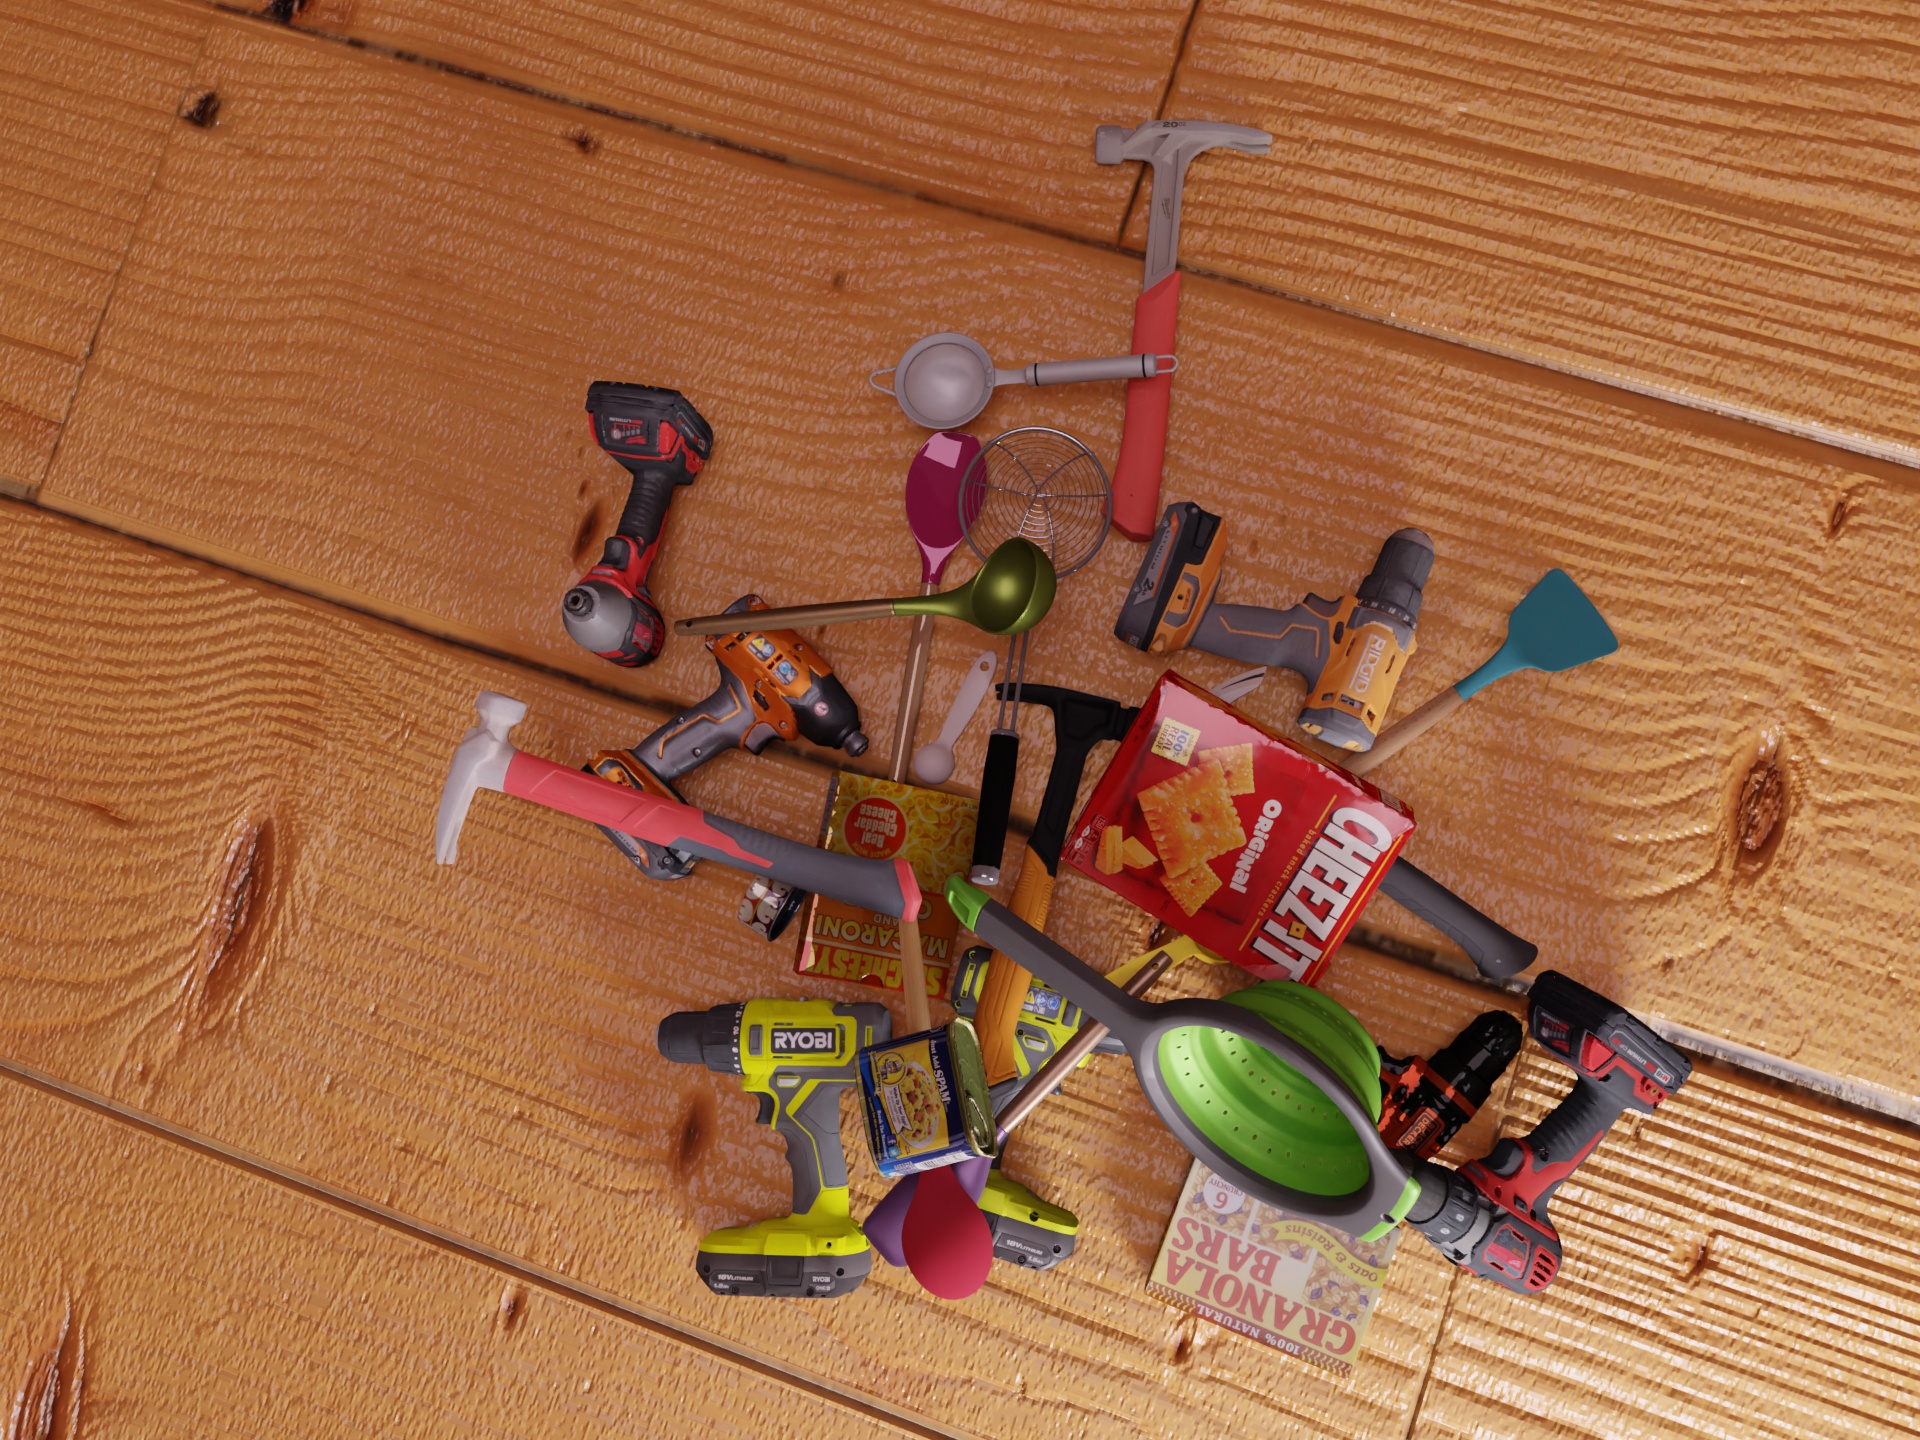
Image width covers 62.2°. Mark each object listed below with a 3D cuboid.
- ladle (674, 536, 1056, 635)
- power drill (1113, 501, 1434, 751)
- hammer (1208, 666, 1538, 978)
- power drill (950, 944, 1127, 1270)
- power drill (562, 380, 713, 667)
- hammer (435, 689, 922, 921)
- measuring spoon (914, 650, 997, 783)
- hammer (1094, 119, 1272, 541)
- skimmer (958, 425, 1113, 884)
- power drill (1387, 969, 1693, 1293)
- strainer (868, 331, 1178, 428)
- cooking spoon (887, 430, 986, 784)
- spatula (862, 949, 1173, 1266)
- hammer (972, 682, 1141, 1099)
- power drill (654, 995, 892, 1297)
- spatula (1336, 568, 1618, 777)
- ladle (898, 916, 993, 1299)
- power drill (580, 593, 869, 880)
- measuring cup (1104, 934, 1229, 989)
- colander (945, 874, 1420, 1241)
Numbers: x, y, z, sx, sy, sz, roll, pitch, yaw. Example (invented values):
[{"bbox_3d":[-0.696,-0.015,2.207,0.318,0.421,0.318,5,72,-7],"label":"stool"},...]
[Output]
[{"bbox_3d":[-0.080,-0.092,1.253,0.320,0.062,0.078,-4,67,14],"label":"ladle"},{"bbox_3d":[0.259,-0.100,1.279,0.226,0.084,0.185,24,83,6],"label":"power drill"},{"bbox_3d":[0.307,0.093,1.247,0.335,0.035,0.146,35,122,2],"label":"hammer"},{"bbox_3d":[0.057,0.308,1.261,0.171,0.080,0.223,15,83,9],"label":"power drill"},{"bbox_3d":[-0.277,-0.161,1.319,0.078,0.143,0.220,9,83,10],"label":"power drill"},{"bbox_3d":[-0.220,0.100,1.250,0.386,0.038,0.143,18,87,5],"label":"hammer"},{"bbox_3d":[-0.002,-0.004,1.330,0.034,0.018,0.124,27,87,9],"label":"measuring spoon"},{"bbox_3d":[0.173,-0.328,1.337,0.149,0.036,0.359,5,84,7],"label":"hammer"},{"bbox_3d":[0.042,-0.055,1.263,0.127,0.090,0.363,7,70,5],"label":"skimmer"},{"bbox_3d":[0.416,0.302,1.184,0.187,0.080,0.227,34,89,-24],"label":"power drill"},{"bbox_3d":[0.053,-0.286,1.327,0.258,0.050,0.087,-1,79,16],"label":"strainer"},{"bbox_3d":[-0.030,-0.090,1.343,0.069,0.017,0.319,9,84,9],"label":"cooking spoon"},{"bbox_3d":[0.051,0.294,1.219,0.316,0.018,0.060,-46,73,-4],"label":"spatula"},{"bbox_3d":[0.050,0.130,1.261,0.127,0.034,0.337,13,71,8],"label":"hammer"},{"bbox_3d":[-0.153,0.338,1.283,0.190,0.080,0.228,-1,81,6],"label":"power drill"},{"bbox_3d":[0.380,-0.004,1.284,0.317,0.044,0.082,-36,81,7],"label":"spatula"},{"bbox_3d":[-0.025,0.277,1.217,0.069,0.031,0.316,-11,71,10],"label":"ladle"},{"bbox_3d":[-0.195,0.027,1.320,0.164,0.084,0.226,43,86,8],"label":"power drill"},{"bbox_3d":[0.163,0.189,1.264,0.156,0.029,0.062,-26,79,-13],"label":"measuring cup"},{"bbox_3d":[0.168,0.211,1.167,0.397,0.204,0.094,34,55,17],"label":"colander"}]
